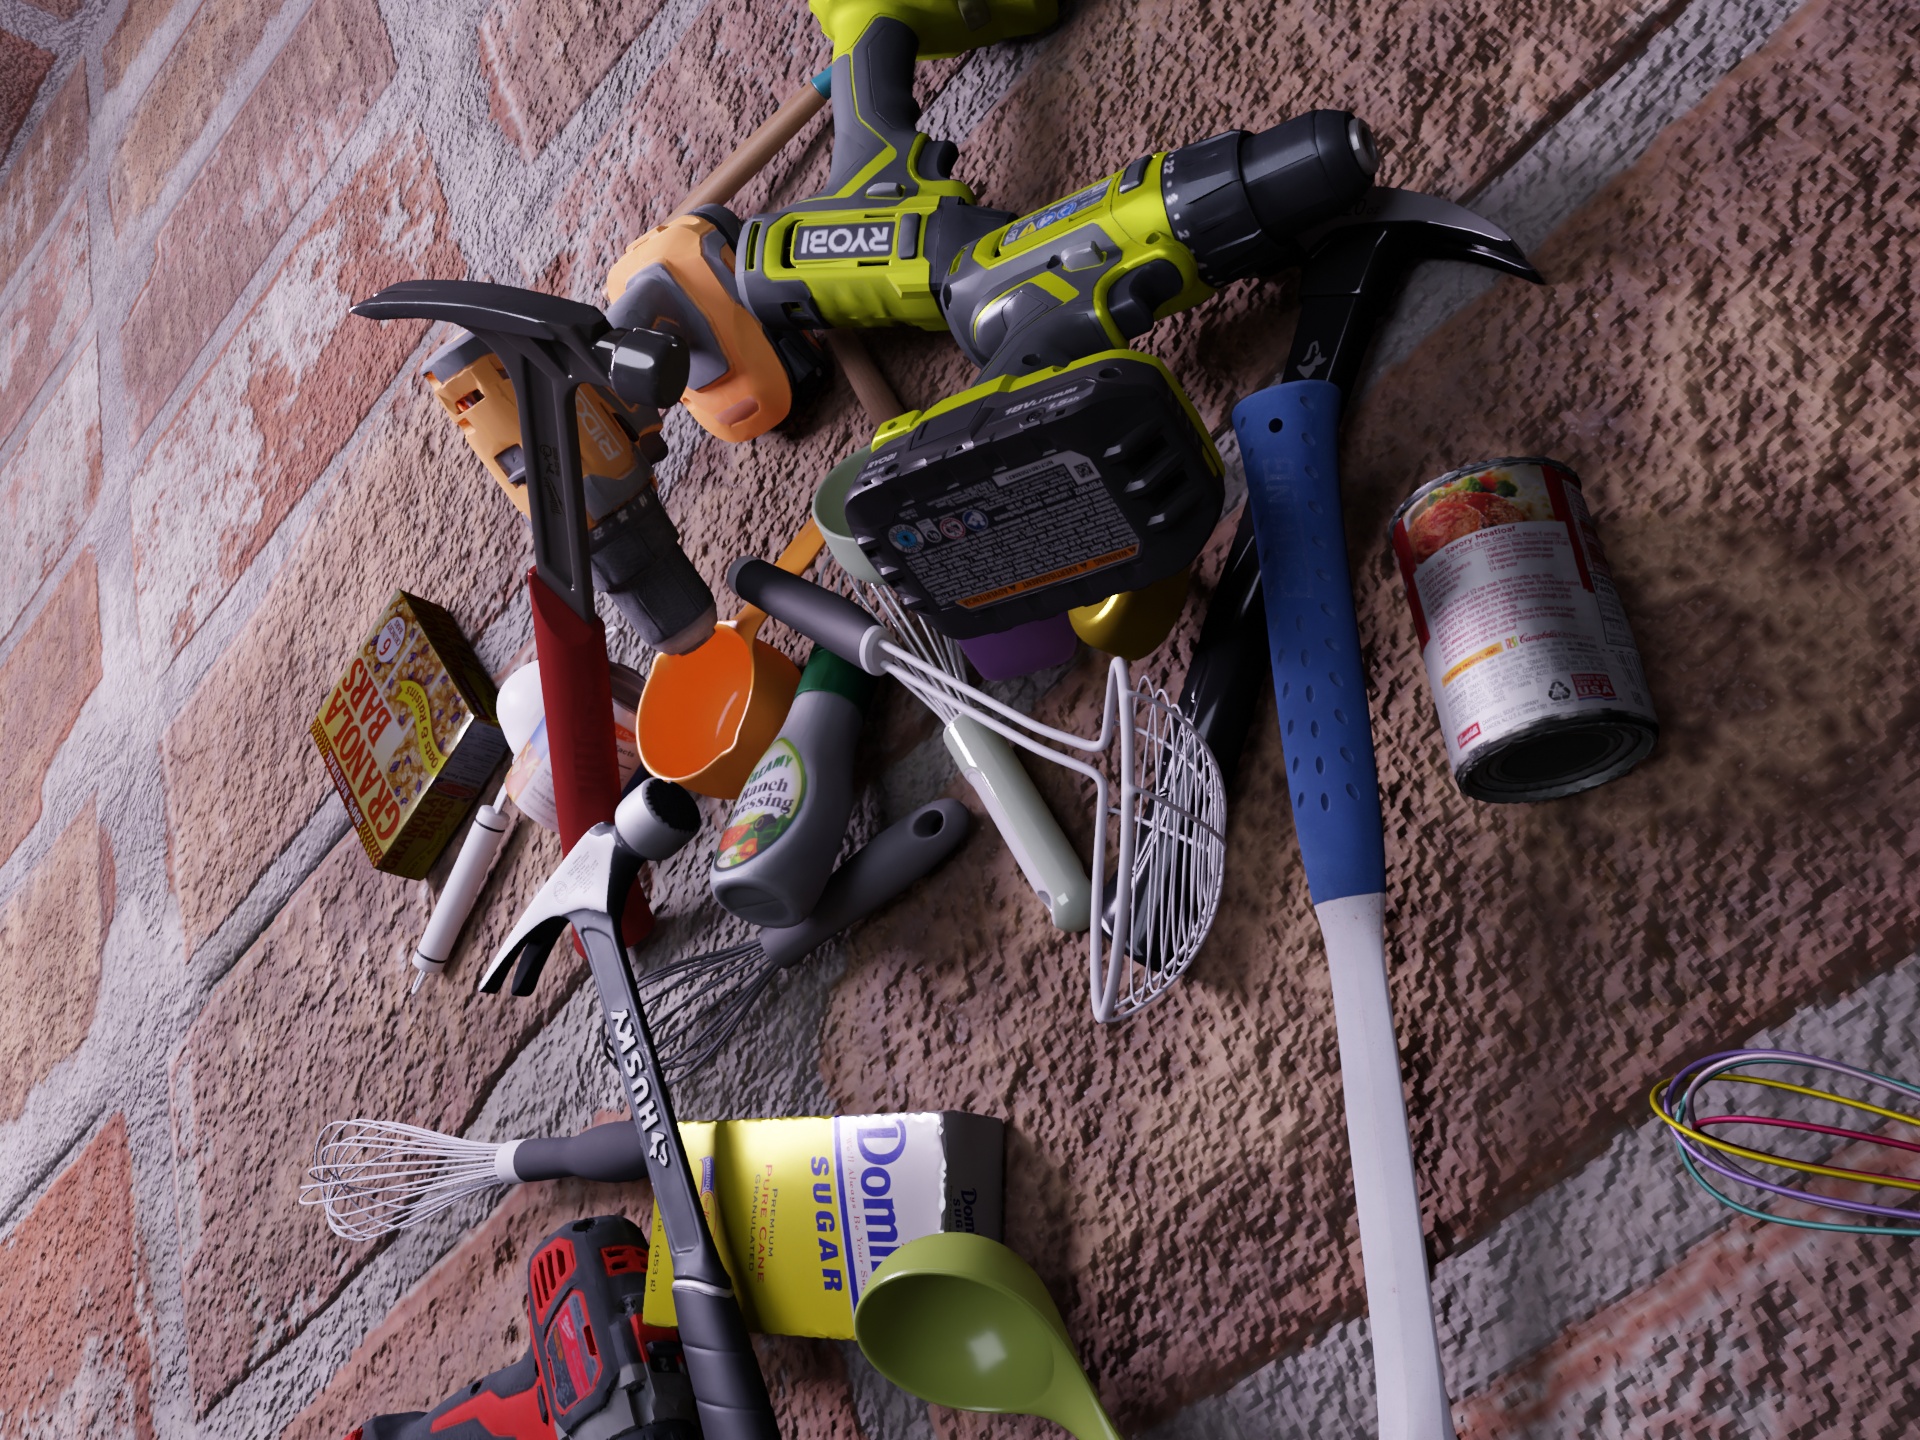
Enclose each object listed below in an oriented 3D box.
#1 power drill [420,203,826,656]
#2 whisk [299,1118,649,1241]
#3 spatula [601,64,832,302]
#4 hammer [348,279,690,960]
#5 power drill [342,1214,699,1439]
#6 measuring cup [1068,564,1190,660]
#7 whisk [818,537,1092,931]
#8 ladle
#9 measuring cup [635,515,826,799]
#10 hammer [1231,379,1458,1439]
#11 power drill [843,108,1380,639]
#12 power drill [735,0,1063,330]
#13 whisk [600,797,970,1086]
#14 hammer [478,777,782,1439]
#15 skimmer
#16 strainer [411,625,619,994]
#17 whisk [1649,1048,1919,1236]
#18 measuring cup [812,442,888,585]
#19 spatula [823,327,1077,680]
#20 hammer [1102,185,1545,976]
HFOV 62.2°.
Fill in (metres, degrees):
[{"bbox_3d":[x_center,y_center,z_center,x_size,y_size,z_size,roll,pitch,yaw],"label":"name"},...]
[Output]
[{"bbox_3d":[-0.153,-0.155,0.830,0.084,0.185,0.226,-21,23,34],"label":"power drill"},{"bbox_3d":[-0.260,0.239,0.858,0.284,0.070,0.070,-15,64,32],"label":"whisk"},{"bbox_3d":[-0.111,-0.368,0.958,0.317,0.044,0.082,-40,60,14],"label":"spatula"},{"bbox_3d":[-0.194,-0.029,0.764,0.149,0.037,0.358,14,126,14],"label":"hammer"},{"bbox_3d":[-0.205,0.369,0.745,0.226,0.080,0.188,-43,50,17],"label":"power drill"},{"bbox_3d":[0.049,-0.075,0.698,0.062,0.029,0.157,-66,30,14],"label":"measuring cup"},{"bbox_3d":[-0.001,-0.002,0.729,0.059,0.057,0.247,-23,55,-11],"label":"whisk"},{"bbox_3d":[0.078,0.292,0.515,0.320,0.062,0.078,42,132,34],"label":"ladle"},{"bbox_3d":[-0.096,-0.036,0.824,0.173,0.052,0.095,-53,46,6],"label":"measuring cup"},{"bbox_3d":[0.132,0.074,0.557,0.144,0.035,0.406,-16,70,37],"label":"hammer"},{"bbox_3d":[0.061,-0.147,0.619,0.190,0.080,0.229,-15,38,34],"label":"power drill"},{"bbox_3d":[-0.017,-0.312,0.830,0.171,0.080,0.223,3,77,18],"label":"power drill"},{"bbox_3d":[-0.088,0.106,0.766,0.239,0.055,0.055,-37,52,20],"label":"whisk"},{"bbox_3d":[-0.121,0.228,0.686,0.149,0.036,0.409,-40,55,25],"label":"hammer"},{"bbox_3d":[-0.023,-0.004,0.652,0.364,0.090,0.127,30,126,46],"label":"skimmer"},{"bbox_3d":[-0.281,0.052,0.962,0.258,0.050,0.087,-64,30,6],"label":"strainer"},{"bbox_3d":[0.304,0.129,0.408,0.245,0.047,0.051,8,78,40],"label":"whisk"},{"bbox_3d":[0.017,-0.100,0.722,0.167,0.038,0.083,-7,45,14],"label":"measuring cup"},{"bbox_3d":[-0.019,-0.127,0.804,0.060,0.018,0.316,-17,48,-13],"label":"spatula"},{"bbox_3d":[0.125,-0.060,0.646,0.146,0.035,0.335,13,82,44],"label":"hammer"}]
